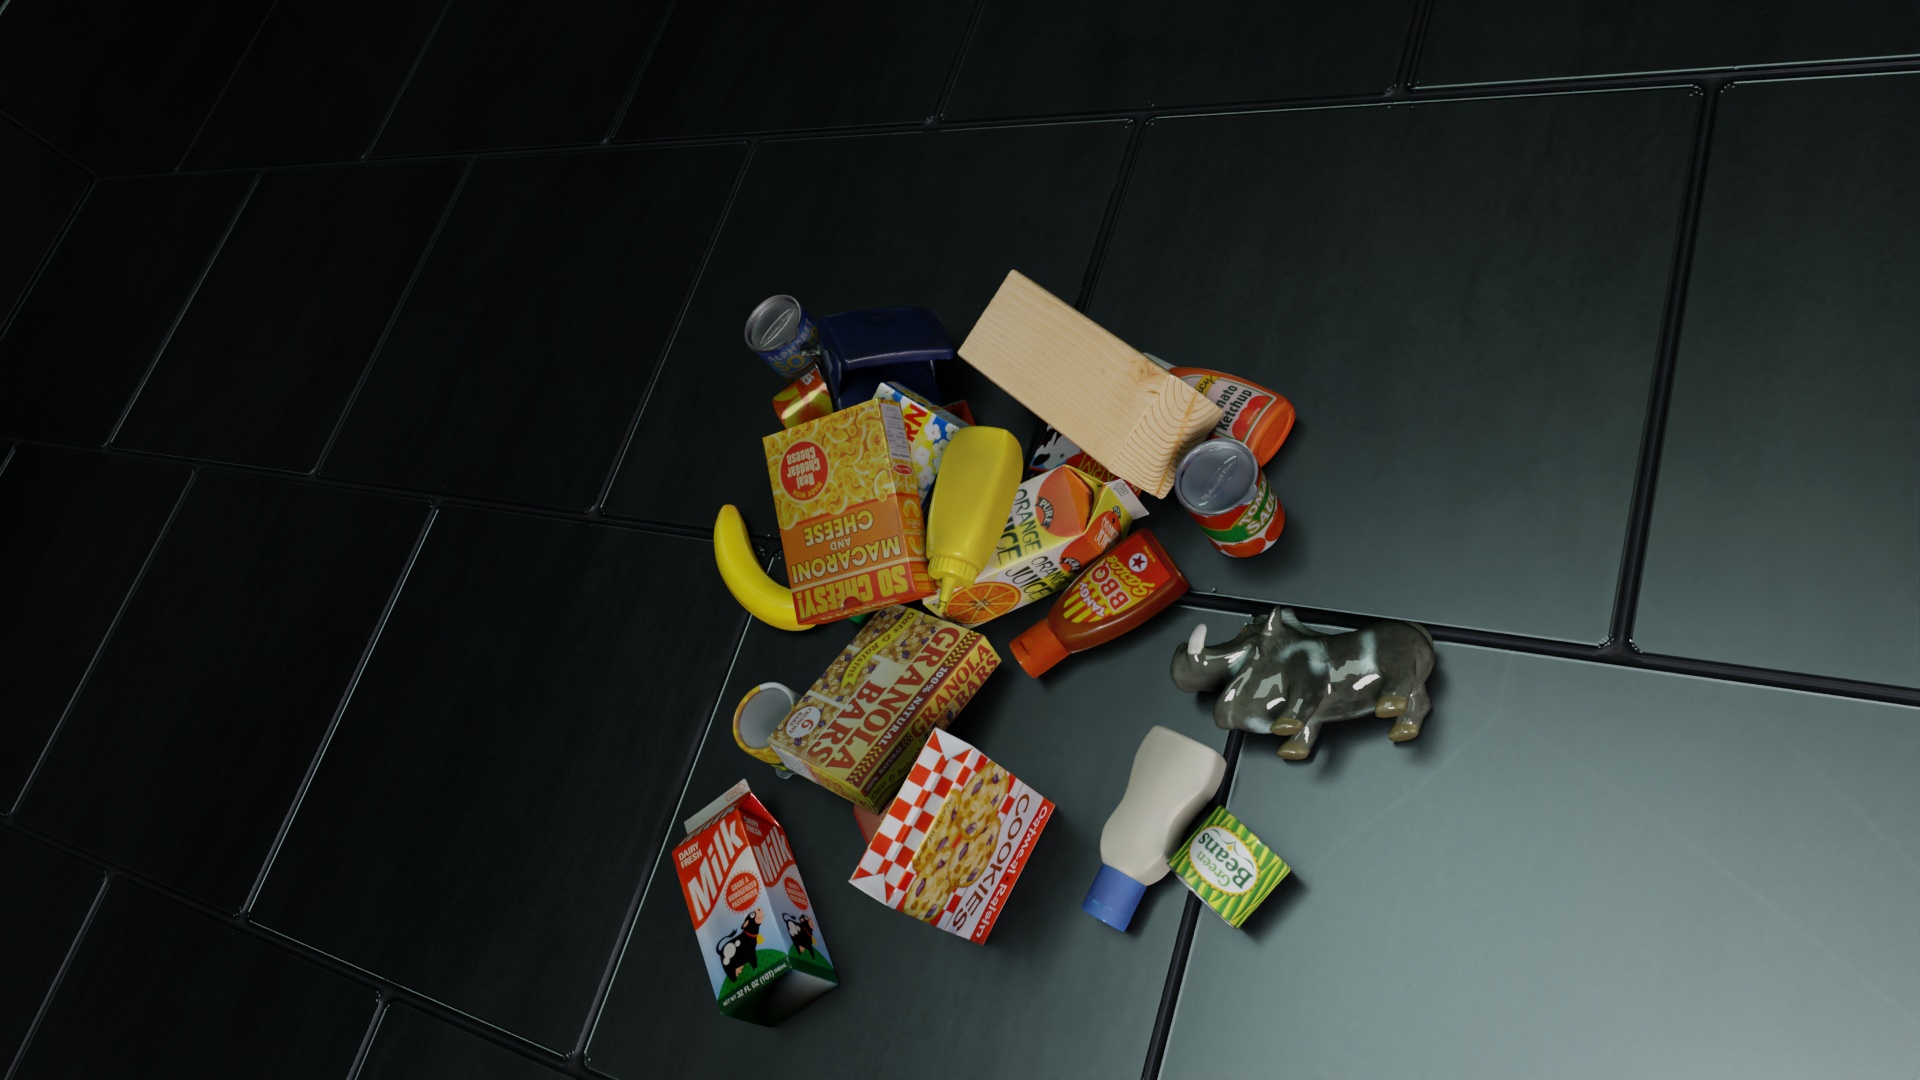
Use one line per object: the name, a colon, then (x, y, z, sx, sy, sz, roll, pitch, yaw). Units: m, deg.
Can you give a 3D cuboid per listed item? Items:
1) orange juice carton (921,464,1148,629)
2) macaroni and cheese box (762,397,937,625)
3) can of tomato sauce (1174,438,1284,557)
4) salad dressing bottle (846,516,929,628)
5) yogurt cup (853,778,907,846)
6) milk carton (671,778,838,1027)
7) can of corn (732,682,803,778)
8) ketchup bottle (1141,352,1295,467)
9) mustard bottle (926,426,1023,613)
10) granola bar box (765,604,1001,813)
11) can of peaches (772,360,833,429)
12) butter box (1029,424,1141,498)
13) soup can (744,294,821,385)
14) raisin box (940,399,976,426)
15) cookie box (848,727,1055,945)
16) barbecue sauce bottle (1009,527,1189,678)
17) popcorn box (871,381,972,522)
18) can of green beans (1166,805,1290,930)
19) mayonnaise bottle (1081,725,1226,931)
orange juice carton: (0.061, 0.001, 1.169, 0.192, 0.071, 0.073, -24, 56, 17)
macaroni and cheese box: (-0.095, -0.022, 1.167, 0.123, 0.040, 0.166, -16, 80, 28)
can of tomato sauce: (0.215, -0.032, 1.093, 0.071, 0.083, 0.071, -13, 60, 23)
salad dressing bottle: (-0.059, 0.010, 1.249, 0.064, 0.044, 0.148, 25, 80, 30)
yogurt cup: (-0.051, 0.224, 1.117, 0.072, 0.072, 0.054, -44, 44, 2)
milk carton: (-0.176, 0.292, 1.143, 0.072, 0.073, 0.191, -35, 53, 9)
can of corn: (-0.157, 0.166, 1.209, 0.071, 0.058, 0.071, -13, 59, 23)
ketchup bottle: (0.205, -0.116, 1.169, 0.149, 0.043, 0.065, 32, 84, 38)
mustard bottle: (0.004, -0.014, 1.131, 0.065, 0.048, 0.161, 5, 69, 32)
granola bar box: (-0.064, 0.132, 1.148, 0.124, 0.039, 0.166, 16, 57, 45)
can of peaches: (-0.143, -0.130, 1.353, 0.058, 0.071, 0.071, -35, 53, 10)
butter box: (0.115, -0.071, 1.207, 0.103, 0.024, 0.053, 15, 72, 34)
soup can: (-0.164, -0.195, 1.391, 0.071, 0.083, 0.071, -13, 60, 23)
raisin box: (-0.053, -0.084, 1.268, 0.123, 0.086, 0.040, -22, 95, 17)
cookie box: (-0.001, 0.222, 1.025, 0.040, 0.167, 0.123, 22, 77, 33)
barbecue sauce bottle: (0.109, 0.056, 1.130, 0.148, 0.043, 0.065, -36, 57, 8)
popcorn box: (-0.056, -0.063, 1.202, 0.085, 0.038, 0.126, 32, 103, 15)
can of green beans: (0.189, 0.230, 0.978, 0.058, 0.071, 0.071, -48, 52, -1)
mayonnaise bottle: (0.139, 0.215, 1.031, 0.065, 0.041, 0.148, 21, 77, 37)
